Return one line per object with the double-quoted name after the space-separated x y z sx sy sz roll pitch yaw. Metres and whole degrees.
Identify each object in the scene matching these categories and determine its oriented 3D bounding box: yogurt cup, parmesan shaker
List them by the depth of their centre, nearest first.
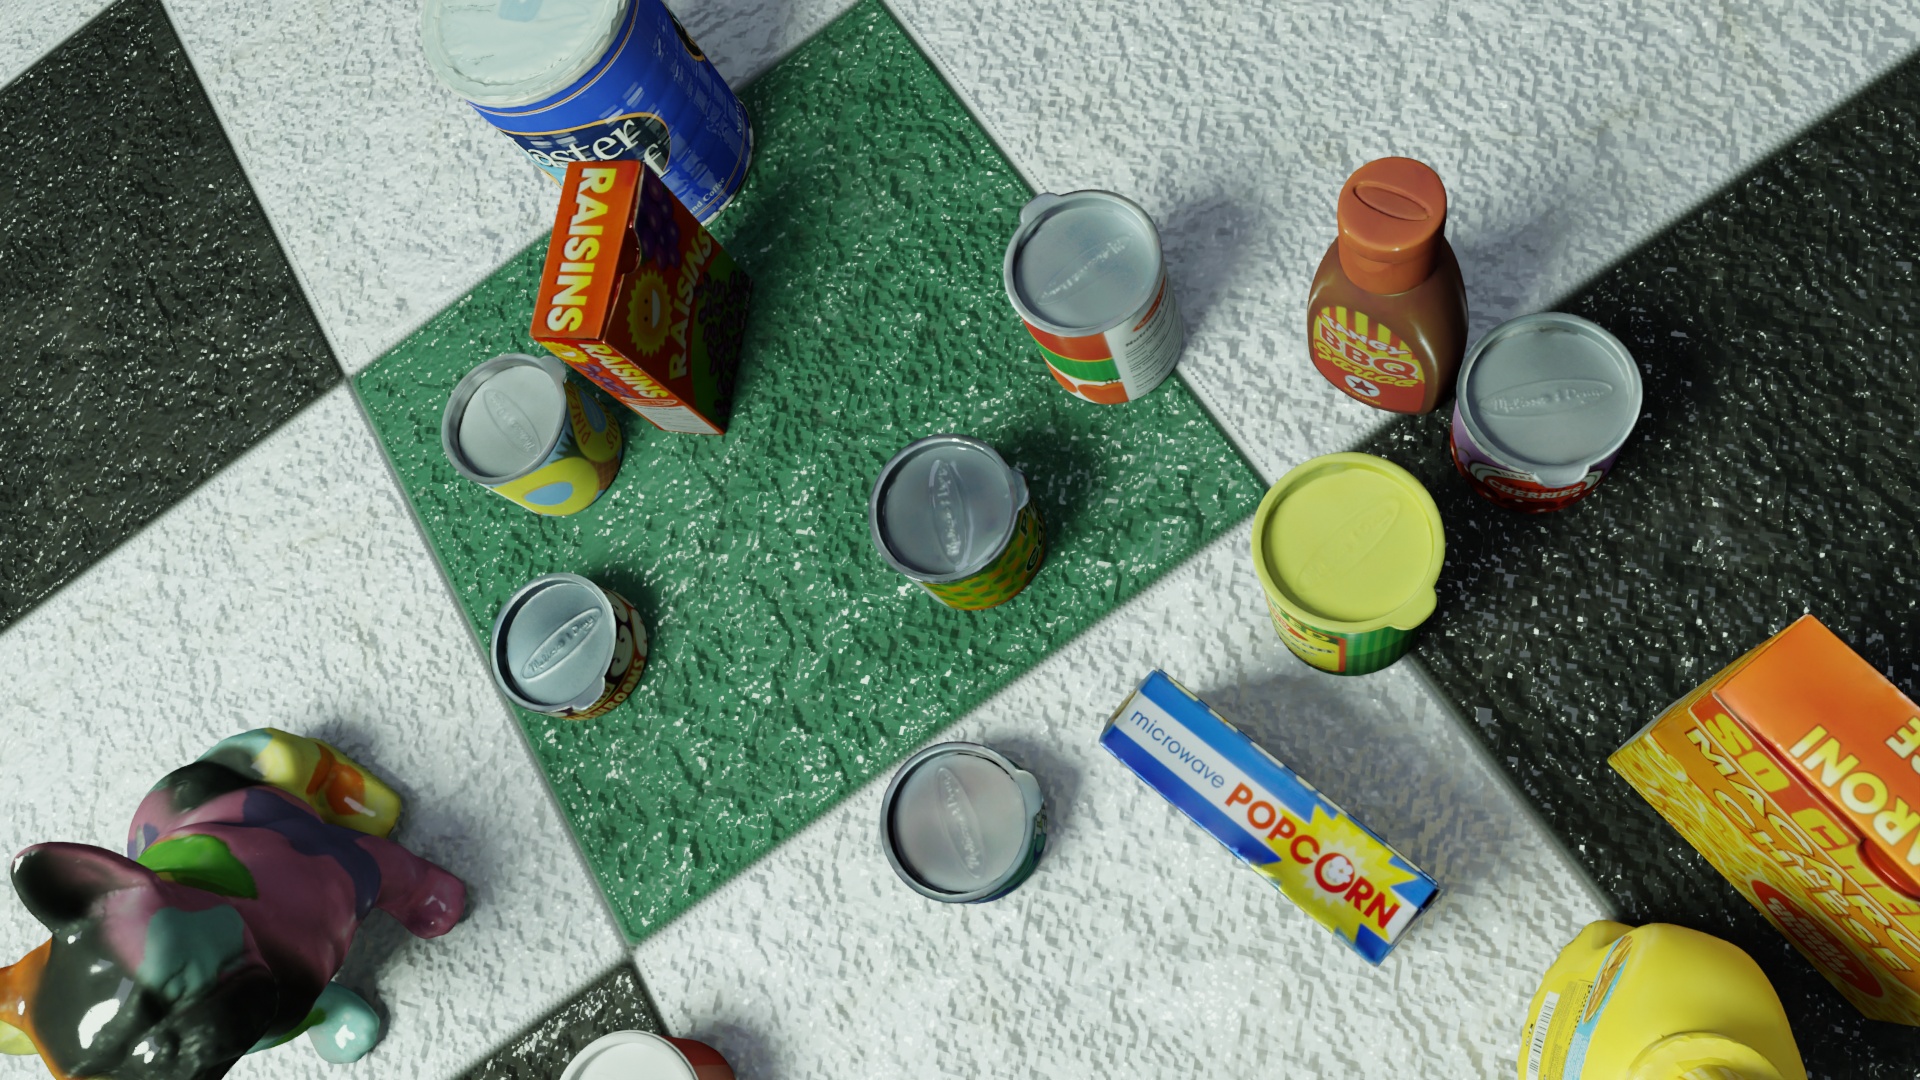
0.151 0.015 0.536 0.071 0.103 0.071 -4 74 15 "parmesan shaker"
-0.127 0.237 0.575 0.072 0.054 0.072 -4 74 14 "yogurt cup"

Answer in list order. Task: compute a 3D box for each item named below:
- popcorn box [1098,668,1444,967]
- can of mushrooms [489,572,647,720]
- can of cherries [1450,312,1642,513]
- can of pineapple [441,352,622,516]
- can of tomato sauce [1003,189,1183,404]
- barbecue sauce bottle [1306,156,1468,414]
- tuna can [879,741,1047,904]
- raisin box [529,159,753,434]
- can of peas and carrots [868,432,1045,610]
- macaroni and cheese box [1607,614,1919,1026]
0.117 0.105 0.529 0.127 0.085 0.038 38 87 22 "popcorn box"
-0.183 0.053 0.655 0.071 0.033 0.071 -4 73 14 "can of mushrooms"
0.232 -0.047 0.556 0.071 0.058 0.071 -4 74 14 "can of cherries"
-0.206 -0.051 0.679 0.071 0.057 0.071 -4 74 14 "can of pineapple"
0.059 -0.105 0.608 0.071 0.083 0.071 -4 74 14 "can of tomato sauce"
0.166 -0.097 0.540 0.065 0.148 0.044 29 84 21 "barbecue sauce bottle"
0.004 0.118 0.585 0.071 0.032 0.071 -4 73 14 "tuna can"
-0.143 -0.108 0.643 0.040 0.123 0.086 5 76 17 "raisin box"
0.002 -0.008 0.608 0.071 0.058 0.071 -4 74 14 "can of peas and carrots"
0.281 0.096 0.443 0.040 0.166 0.124 -41 68 2 "macaroni and cheese box"
